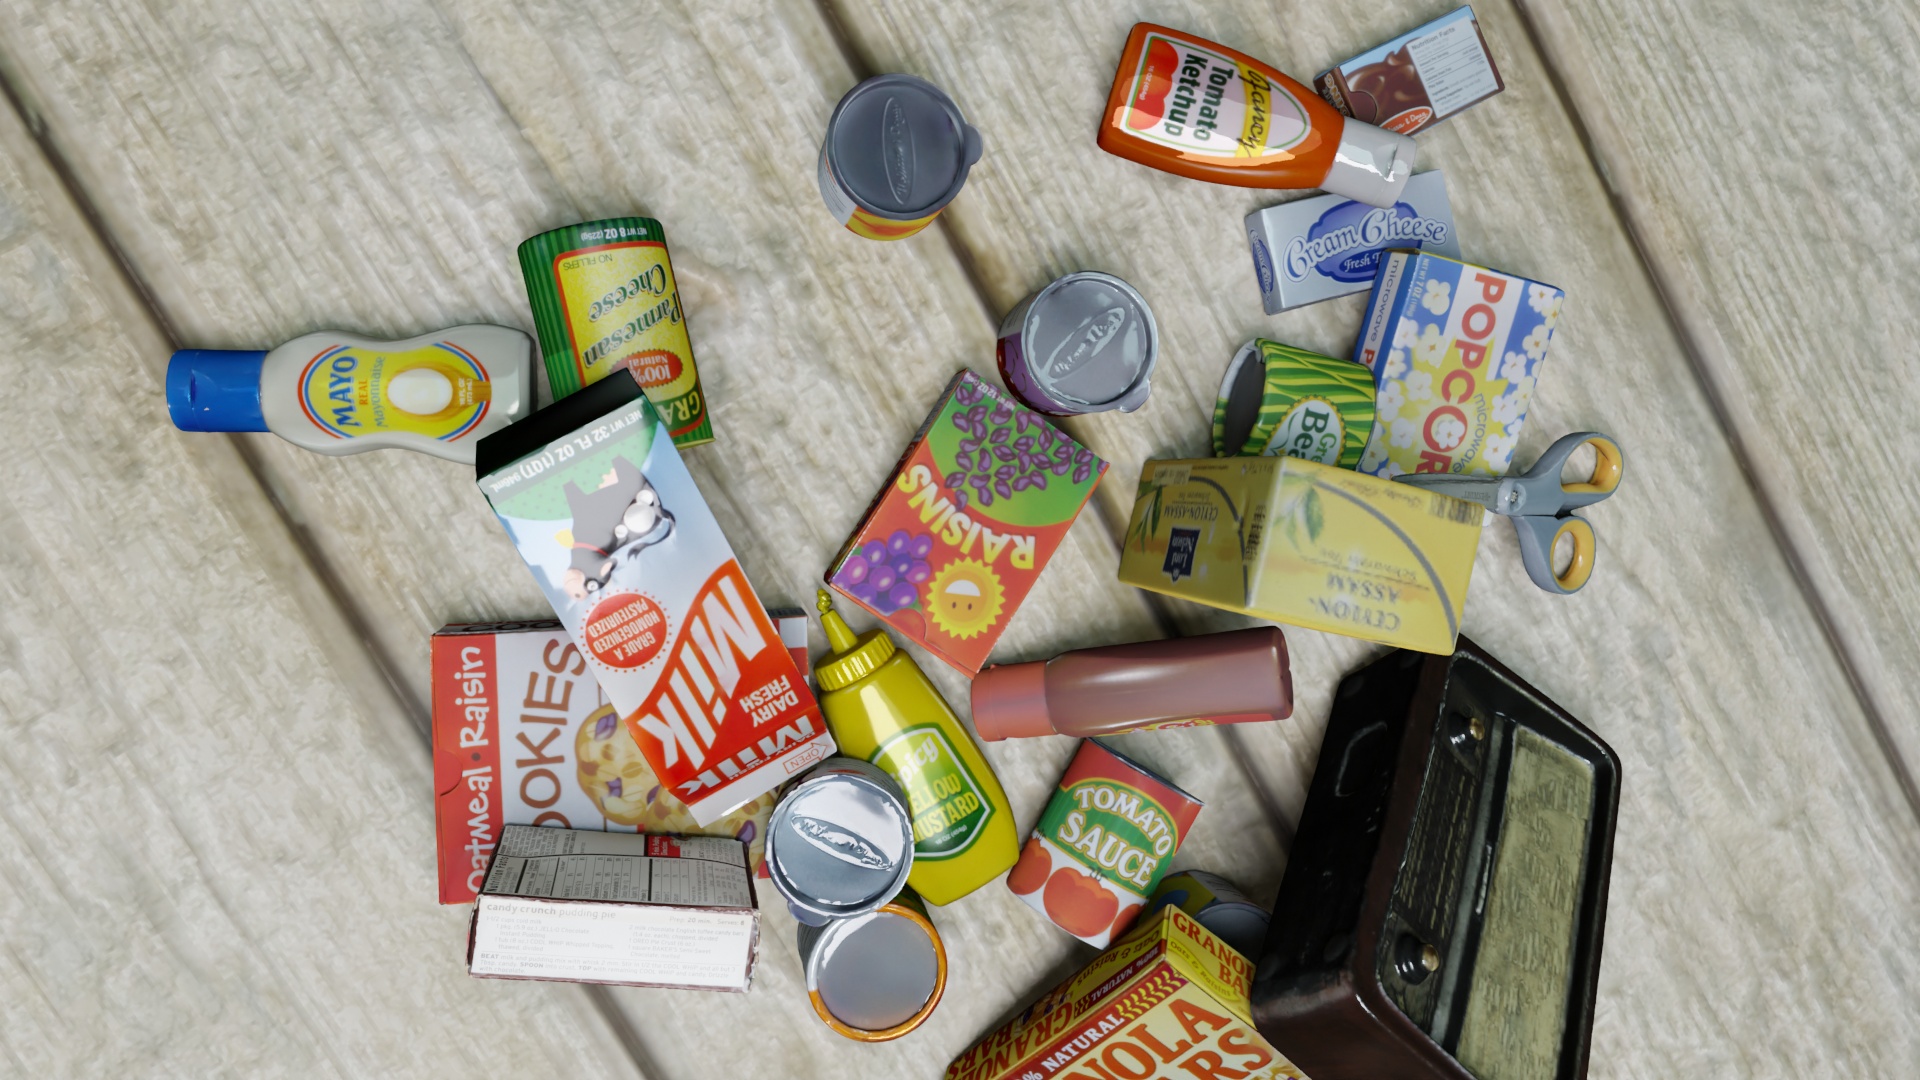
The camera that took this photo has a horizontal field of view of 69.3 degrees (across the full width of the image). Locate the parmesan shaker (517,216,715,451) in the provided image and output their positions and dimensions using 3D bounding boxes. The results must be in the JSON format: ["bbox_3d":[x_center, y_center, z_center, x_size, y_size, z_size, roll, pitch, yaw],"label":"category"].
[{"bbox_3d":[-0.157,-0.087,0.623,0.071,0.071,0.103,-14,95,-10],"label":"parmesan shaker"}]

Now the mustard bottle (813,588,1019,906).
[{"bbox_3d":[-0.031,0.094,0.664,0.065,0.049,0.160,-30,97,-8],"label":"mustard bottle"}]

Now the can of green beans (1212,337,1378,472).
[{"bbox_3d":[0.164,-0.062,0.687,0.058,0.071,0.071,13,90,-11],"label":"can of green beans"}]

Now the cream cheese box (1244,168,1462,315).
[{"bbox_3d":[0.201,-0.153,0.713,0.104,0.024,0.053,-15,93,-10],"label":"cream cheese box"}]

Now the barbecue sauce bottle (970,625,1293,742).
[{"bbox_3d":[0.080,0.070,0.660,0.148,0.065,0.043,-8,86,16],"label":"barbecue sauce bottle"}]

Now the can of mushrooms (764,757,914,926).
[{"bbox_3d":[-0.055,0.135,0.624,0.071,0.033,0.071,0,96,-3],"label":"can of mushrooms"}]

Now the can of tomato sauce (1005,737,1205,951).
[{"bbox_3d":[0.070,0.147,0.674,0.071,0.071,0.083,31,87,-11],"label":"can of tomato sauce"}]

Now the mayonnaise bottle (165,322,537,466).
[{"bbox_3d":[-0.266,-0.065,0.617,0.148,0.041,0.064,-1,94,-11],"label":"mayonnaise bottle"}]

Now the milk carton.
[{"bbox_3d":[-0.121,0.031,0.579,0.072,0.073,0.190,-29,112,-10],"label":"milk carton"}]

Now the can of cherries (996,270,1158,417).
[{"bbox_3d":[0.056,-0.090,0.670,0.071,0.058,0.071,0,92,-12],"label":"can of cherries"}]

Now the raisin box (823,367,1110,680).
[{"bbox_3d":[0.002,-0.008,0.672,0.086,0.040,0.123,34,86,-11],"label":"raisin box"}]

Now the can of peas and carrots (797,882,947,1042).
[{"bbox_3d":[-0.040,0.197,0.660,0.071,0.059,0.071,-1,93,-11],"label":"can of peas and carrots"}]

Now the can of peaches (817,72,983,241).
[{"bbox_3d":[-0.030,-0.177,0.651,0.071,0.058,0.071,0,92,-11],"label":"can of peaches"}]

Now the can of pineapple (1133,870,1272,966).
[{"bbox_3d":[0.123,0.206,0.693,0.071,0.058,0.071,0,92,-11],"label":"can of pineapple"}]

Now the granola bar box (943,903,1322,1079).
[{"bbox_3d":[0.087,0.259,0.654,0.124,0.039,0.165,39,119,-10],"label":"granola bar box"}]

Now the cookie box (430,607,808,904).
[{"bbox_3d":[-0.154,0.097,0.644,0.168,0.040,0.123,-2,93,-11],"label":"cookie box"}]

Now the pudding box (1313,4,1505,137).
[{"bbox_3d":[0.230,-0.234,0.713,0.084,0.030,0.049,-27,98,-9],"label":"pudding box"}]

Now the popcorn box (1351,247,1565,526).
[{"bbox_3d":[0.241,-0.077,0.703,0.085,0.038,0.126,11,101,-15],"label":"popcorn box"}]

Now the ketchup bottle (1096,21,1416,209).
[{"bbox_3d":[0.145,-0.201,0.679,0.149,0.043,0.064,17,92,-1],"label":"ketchup bottle"}]
